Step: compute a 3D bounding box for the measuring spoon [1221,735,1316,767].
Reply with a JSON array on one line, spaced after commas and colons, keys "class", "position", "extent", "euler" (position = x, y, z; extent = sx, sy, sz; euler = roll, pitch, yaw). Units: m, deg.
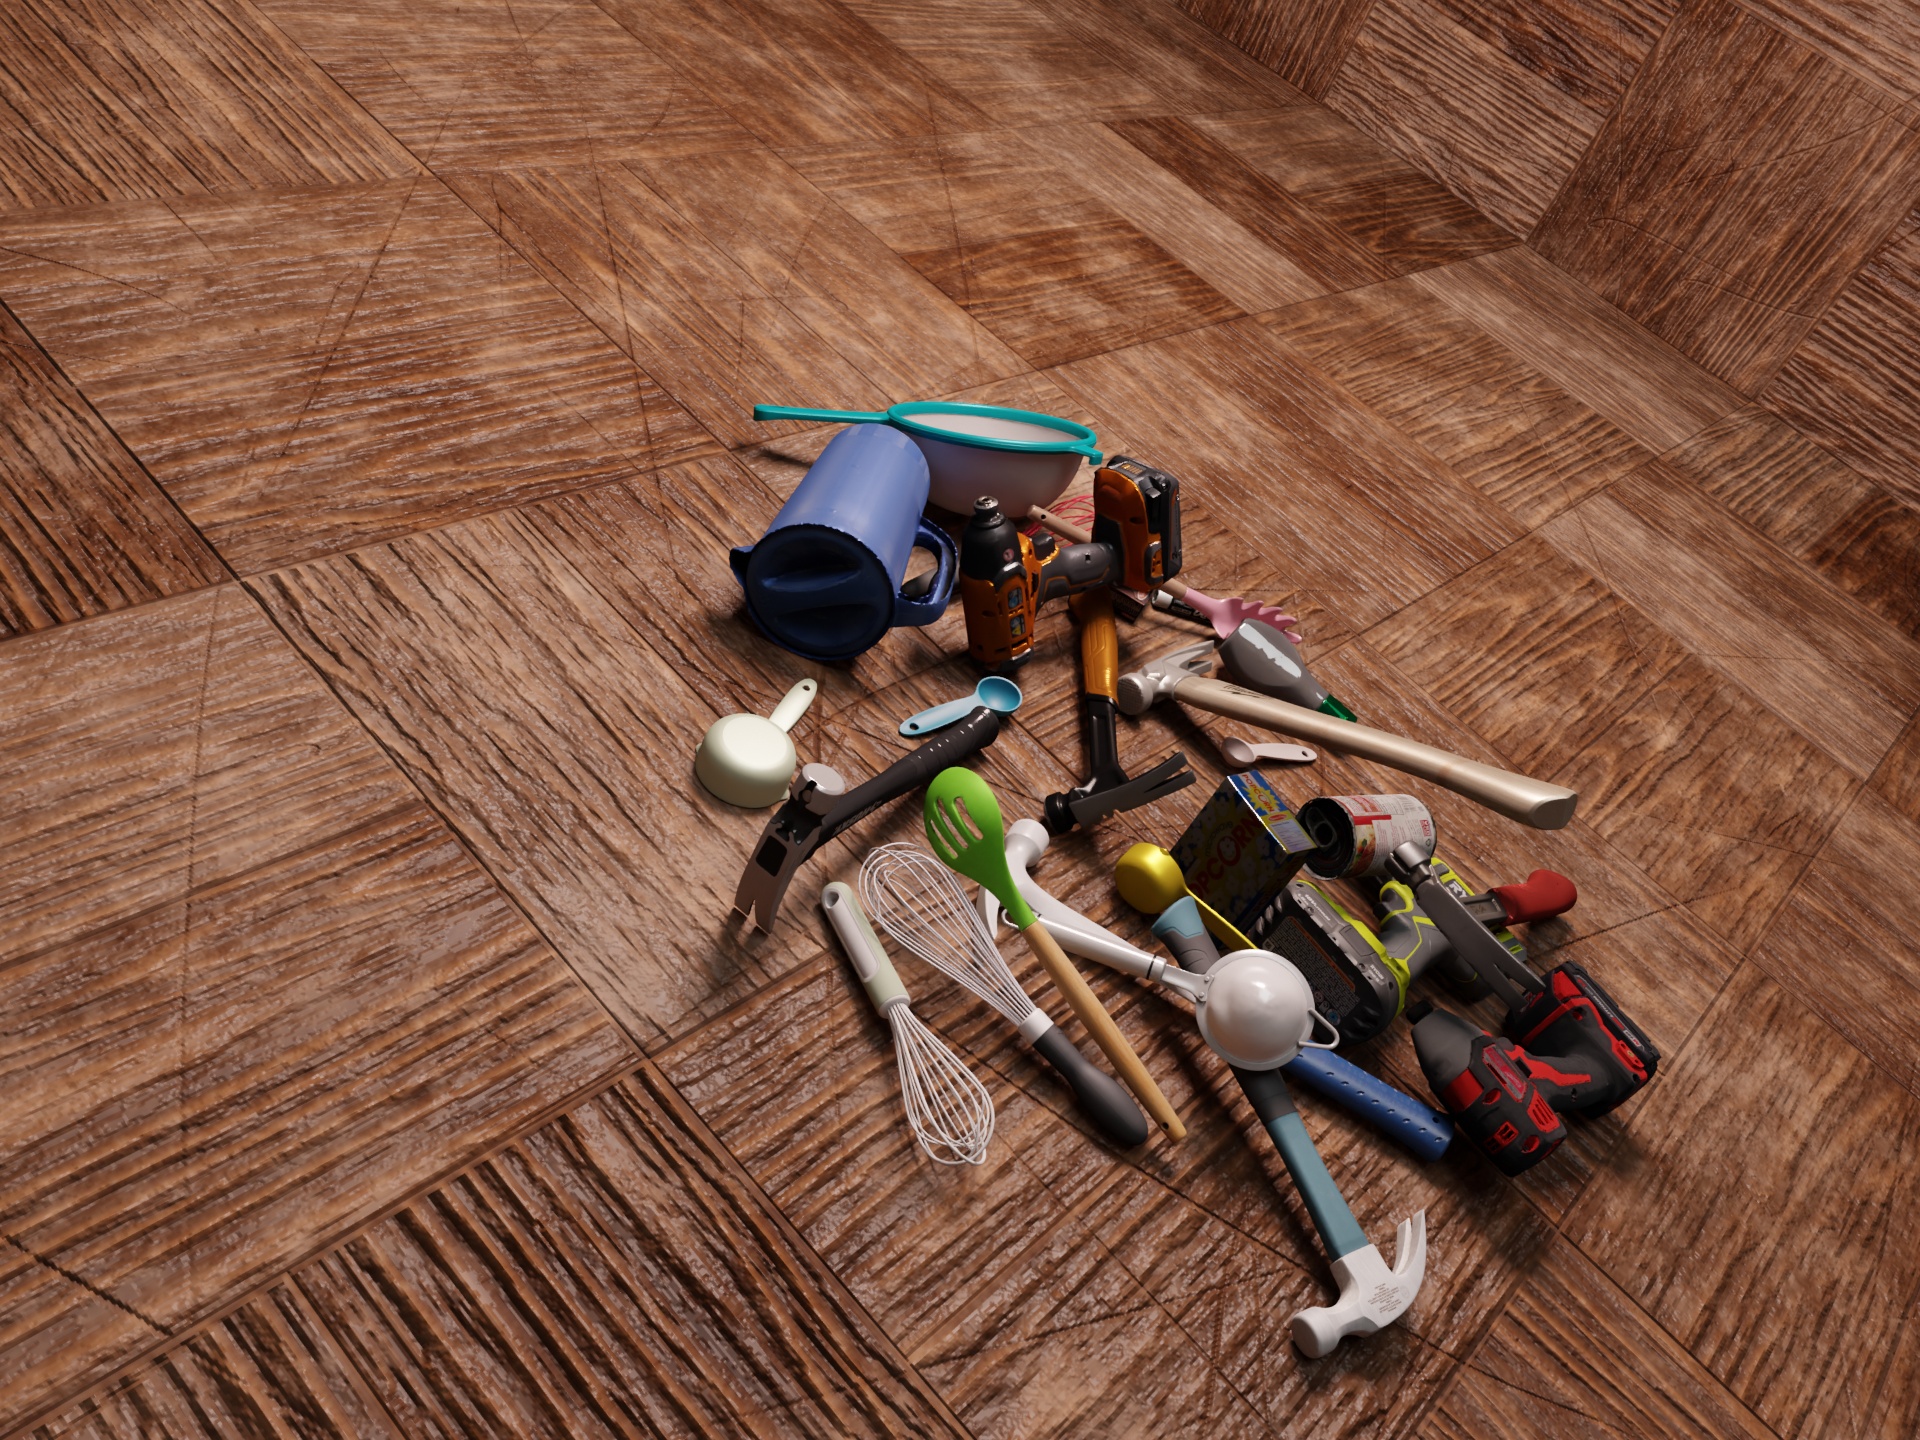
[{"class": "measuring spoon", "position": [0.292, 0.034, 1.510], "extent": [0.124, 0.018, 0.034], "euler": [3, 44, -36]}]

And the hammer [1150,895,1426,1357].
[{"class": "hammer", "position": [0.223, 0.275, 1.144], "extent": [0.128, 0.033, 0.331], "euler": [-10, 59, -28]}]

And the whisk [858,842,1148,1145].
[{"class": "whisk", "position": [0.031, 0.195, 1.141], "extent": [0.285, 0.070, 0.070], "euler": [45, 42, 11]}]

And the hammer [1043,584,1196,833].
[{"class": "hammer", "position": [0.134, -0.033, 1.433], "extent": [0.034, 0.127, 0.337], "euler": [58, 19, -31]}]

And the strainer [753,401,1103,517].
[{"class": "strainer", "position": [-0.037, -0.258, 1.582], "extent": [0.340, 0.095, 0.211], "euler": [3, 20, -9]}]

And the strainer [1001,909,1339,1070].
[{"class": "strainer", "position": [0.149, 0.184, 1.150], "extent": [0.258, 0.050, 0.087], "euler": [18, 73, 14]}]

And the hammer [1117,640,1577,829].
[{"class": "hammer", "position": [0.341, 0.010, 1.404], "extent": [0.411, 0.038, 0.146], "euler": [21, 30, 37]}]

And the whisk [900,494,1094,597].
[{"class": "whisk", "position": [0.053, -0.162, 1.556], "extent": [0.296, 0.073, 0.073], "euler": [-24, 60, -38]}]

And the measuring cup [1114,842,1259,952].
[{"class": "measuring cup", "position": [0.185, 0.159, 1.267], "extent": [0.157, 0.062, 0.029], "euler": [41, 52, 23]}]

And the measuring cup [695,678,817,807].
[{"class": "measuring cup", "position": [-0.149, 0.003, 1.270], "extent": [0.083, 0.038, 0.168], "euler": [29, 41, 3]}]

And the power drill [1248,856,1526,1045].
[{"class": "power drill", "position": [0.351, 0.169, 1.343], "extent": [0.228, 0.080, 0.191], "euler": [-13, 54, -42]}]

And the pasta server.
[{"class": "pasta server", "position": [0.203, -0.138, 1.579], "extent": [0.316, 0.060, 0.040], "euler": [26, 1, -20]}]

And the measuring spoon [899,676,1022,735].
[{"class": "measuring spoon", "position": [-0.002, -0.004, 1.386], "extent": [0.128, 0.021, 0.042], "euler": [-21, 57, -32]}]

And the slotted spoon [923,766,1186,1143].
[{"class": "slotted spoon", "position": [0.066, 0.169, 1.146], "extent": [0.314, 0.070, 0.031], "euler": [55, 31, 11]}]

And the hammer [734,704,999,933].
[{"class": "hammer", "position": [-0.057, 0.053, 1.225], "extent": [0.035, 0.146, 0.335], "euler": [38, 29, 13]}]

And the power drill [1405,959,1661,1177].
[{"class": "power drill", "position": [0.448, 0.268, 1.263], "extent": [0.219, 0.078, 0.143], "euler": [-6, 49, -44]}]

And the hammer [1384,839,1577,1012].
[{"class": "hammer", "position": [0.471, 0.163, 1.344], "extent": [0.149, 0.036, 0.359], "euler": [51, 23, 25]}]

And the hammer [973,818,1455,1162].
[{"class": "hammer", "position": [0.192, 0.223, 1.224], "extent": [0.405, 0.035, 0.144], "euler": [30, 39, 4]}]

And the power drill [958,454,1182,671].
[{"class": "power drill", "position": [0.095, -0.159, 1.446], "extent": [0.226, 0.164, 0.084], "euler": [-29, 40, -26]}]

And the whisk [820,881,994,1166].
[{"class": "whisk", "position": [-0.043, 0.205, 1.105], "extent": [0.059, 0.058, 0.247], "euler": [33, 19, -50]}]
